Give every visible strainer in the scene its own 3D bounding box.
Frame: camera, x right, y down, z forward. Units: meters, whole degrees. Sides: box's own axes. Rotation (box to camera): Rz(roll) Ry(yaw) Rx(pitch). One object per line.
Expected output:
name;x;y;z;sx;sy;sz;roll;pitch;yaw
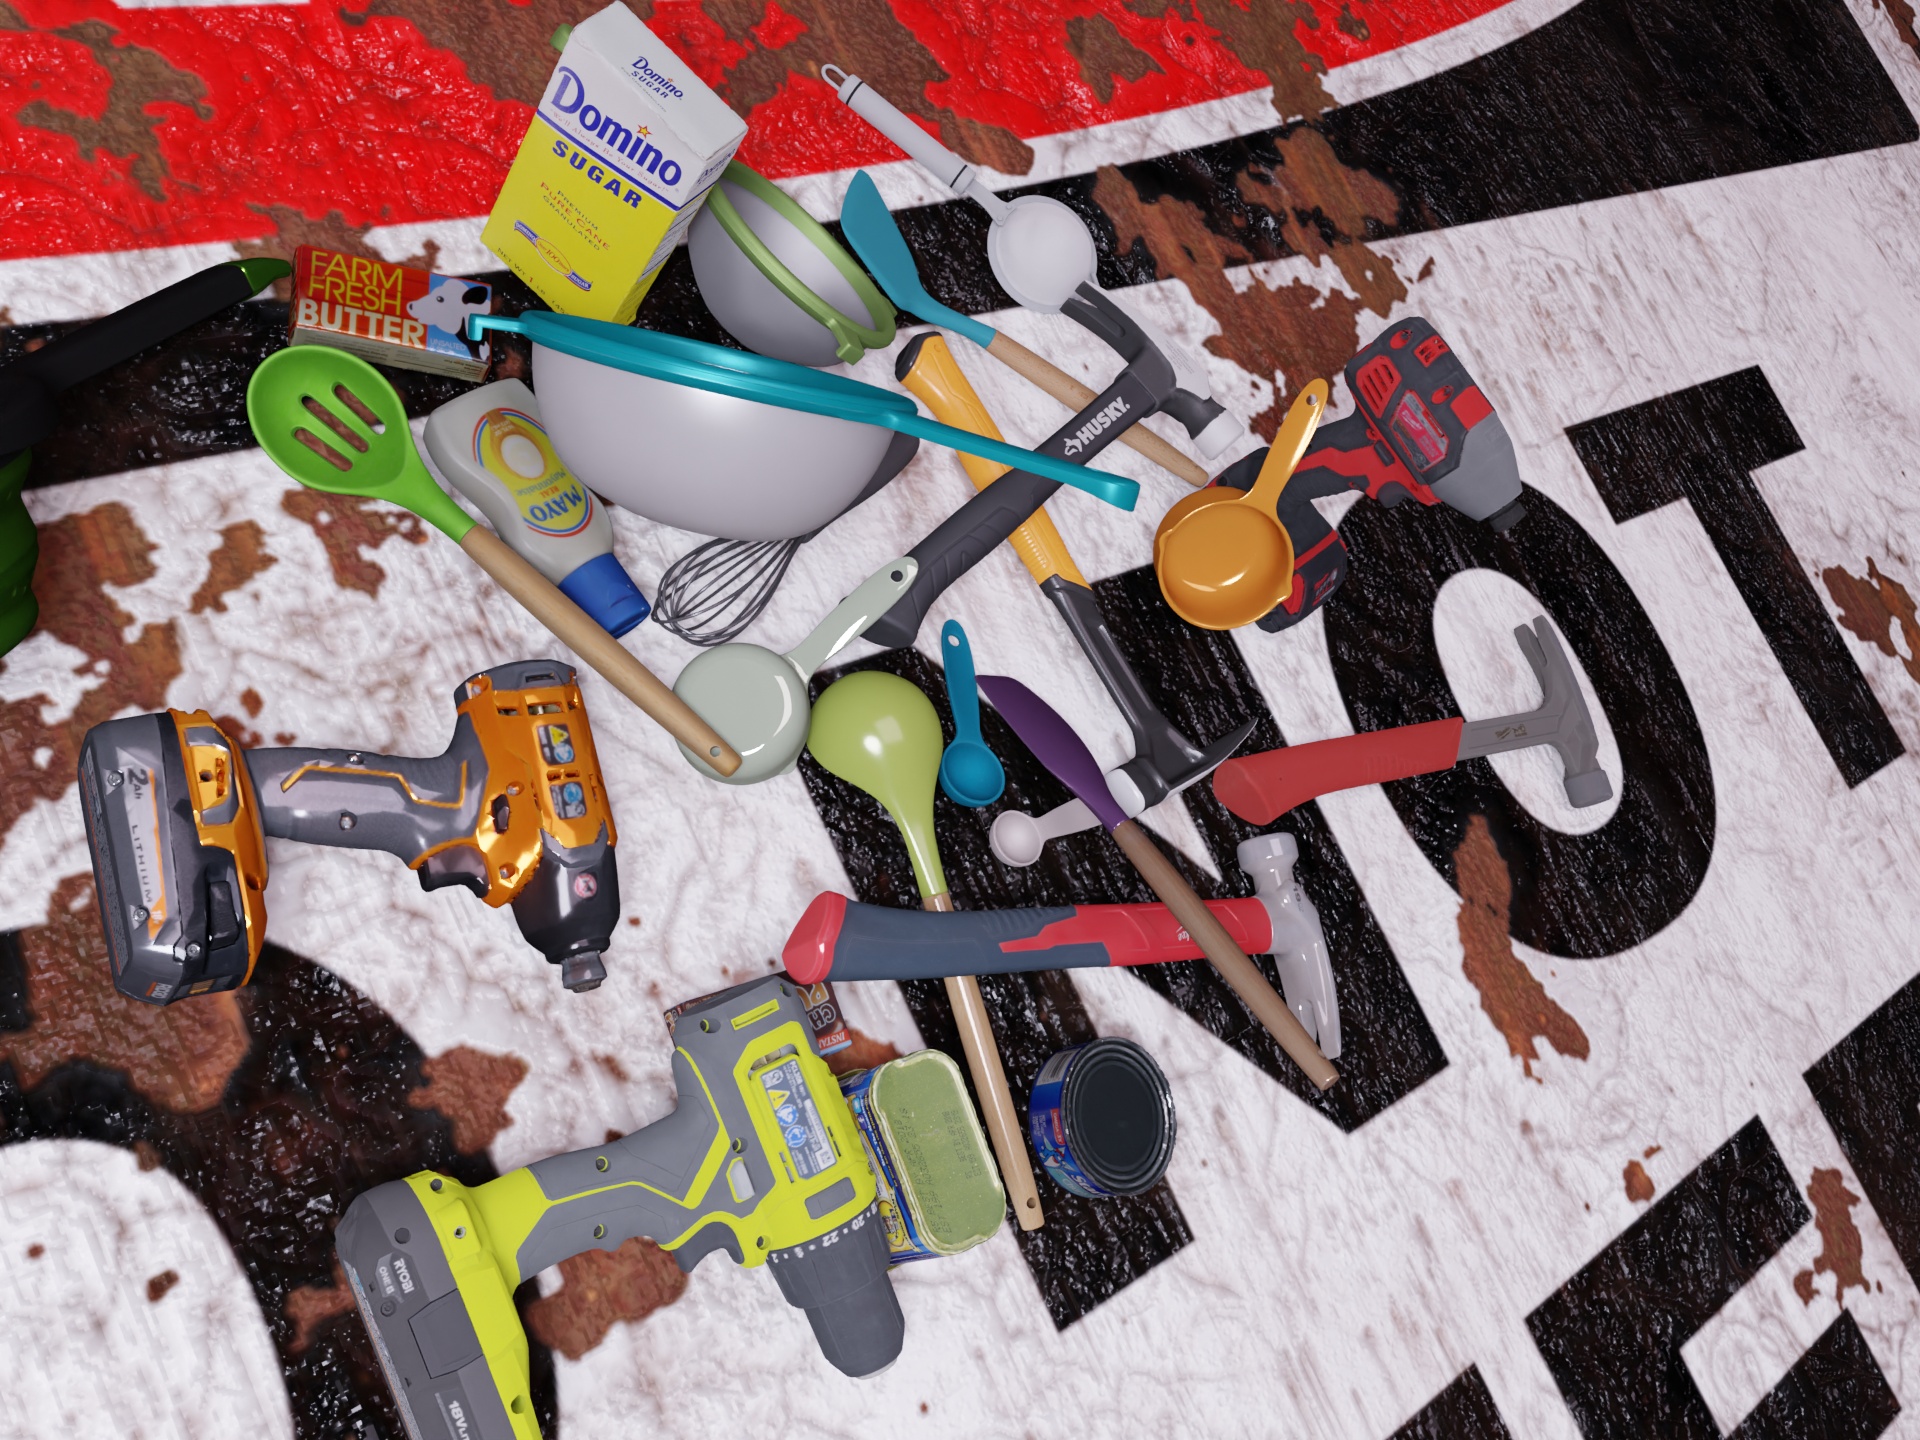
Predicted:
strainer;-0.152;-0.294;0.941;0.256;0.069;0.152;41;22;-12
strainer;-0.077;-0.128;0.827;0.340;0.095;0.211;19;15;17
strainer;0.008;-0.370;1.103;0.258;0.050;0.087;36;70;-8

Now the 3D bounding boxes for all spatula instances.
spatula;0.108;0.079;0.899;0.059;0.018;0.316;3;41;-48
spatula;0.047;-0.249;1.069;0.317;0.044;0.082;30;40;-18

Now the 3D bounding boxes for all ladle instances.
ladle;-0.012;0.124;0.885;0.078;0.062;0.320;-14;84;-27

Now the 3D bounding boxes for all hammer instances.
hammer;0.073;0.135;0.886;0.386;0.038;0.143;3;69;-40
hammer;0.062;-0.105;1.020;0.127;0.034;0.337;-27;83;-39
hammer;0.319;0.011;1.120;0.359;0.036;0.149;-8;74;-33
hammer;0.041;-0.152;0.985;0.146;0.035;0.335;48;57;-2

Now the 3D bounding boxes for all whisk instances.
whisk;-0.093;-0.115;0.931;0.055;0.055;0.239;48;51;-4

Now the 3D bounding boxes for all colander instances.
colander;-0.421;-0.101;0.704;0.397;0.204;0.094;-58;137;-49

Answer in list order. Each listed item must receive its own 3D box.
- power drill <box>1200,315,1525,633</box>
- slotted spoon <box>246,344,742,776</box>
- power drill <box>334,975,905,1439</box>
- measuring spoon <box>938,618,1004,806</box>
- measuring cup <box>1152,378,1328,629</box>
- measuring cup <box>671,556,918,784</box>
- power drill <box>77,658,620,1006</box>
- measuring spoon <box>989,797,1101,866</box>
power drill;0.260;-0.150;1.041;0.078;0.219;0.143;-36;90;-36
slotted spoon;-0.235;-0.077;0.819;0.314;0.031;0.070;41;84;-1
power drill;-0.140;0.244;0.715;0.228;0.080;0.190;-21;89;-30
measuring spoon;-0.002;-0.003;0.957;0.042;0.021;0.129;10;56;-27
measuring cup;0.186;-0.144;1.025;0.095;0.173;0.052;22;20;-11
measuring cup;-0.086;-0.035;0.858;0.167;0.038;0.083;-42;85;-6
power drill;-0.267;0.062;0.734;0.226;0.084;0.164;-8;74;-36
measuring spoon;0.062;0.062;0.966;0.124;0.018;0.034;-16;76;-41
